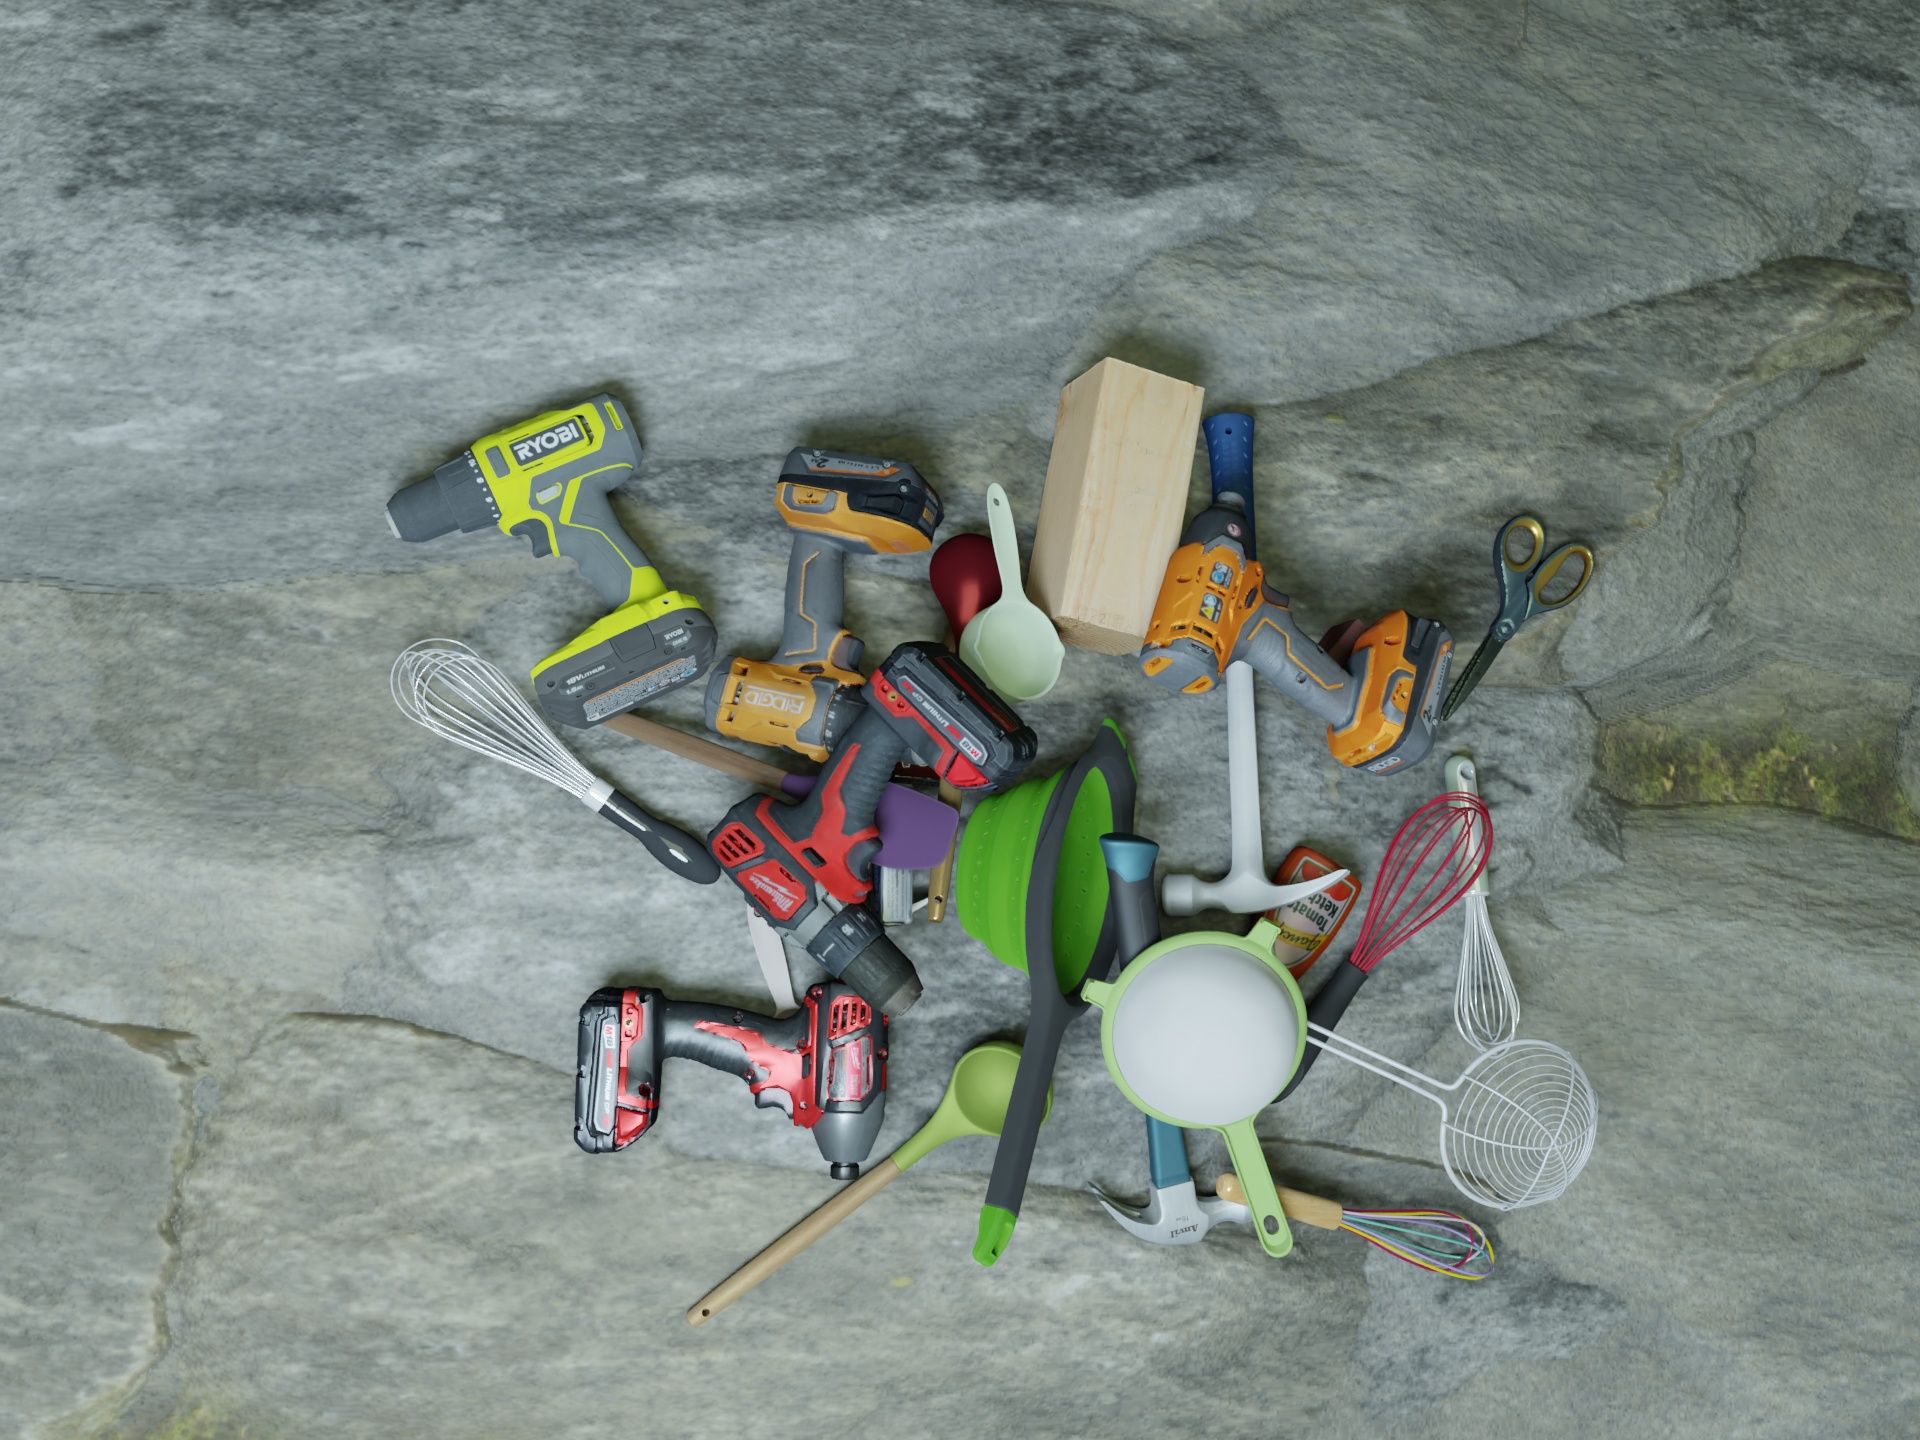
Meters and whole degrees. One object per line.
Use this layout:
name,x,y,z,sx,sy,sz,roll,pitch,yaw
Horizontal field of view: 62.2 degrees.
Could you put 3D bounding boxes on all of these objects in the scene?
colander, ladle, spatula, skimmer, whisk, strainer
colander,0.035,0.185,1.152,0.094,0.204,0.397,6,63,22
ladle,-0.002,-0.004,1.186,0.069,0.031,0.316,8,69,-5
spatula,-0.153,0.039,1.169,0.316,0.018,0.060,20,86,13
skimmer,0.293,0.246,1.198,0.363,0.090,0.127,23,91,23
whisk,-0.296,0.037,1.180,0.284,0.070,0.070,37,79,-8
whisk,0.307,0.385,1.229,0.245,0.051,0.047,19,73,-14
whisk,0.419,0.149,1.291,0.057,0.059,0.246,1,78,-22
whisk,0.325,0.181,1.258,0.073,0.073,0.296,36,89,-4
strainer,0.195,0.280,1.139,0.151,0.069,0.256,-19,98,2
ladle,-0.068,0.348,1.179,0.320,0.062,0.078,-35,93,-9

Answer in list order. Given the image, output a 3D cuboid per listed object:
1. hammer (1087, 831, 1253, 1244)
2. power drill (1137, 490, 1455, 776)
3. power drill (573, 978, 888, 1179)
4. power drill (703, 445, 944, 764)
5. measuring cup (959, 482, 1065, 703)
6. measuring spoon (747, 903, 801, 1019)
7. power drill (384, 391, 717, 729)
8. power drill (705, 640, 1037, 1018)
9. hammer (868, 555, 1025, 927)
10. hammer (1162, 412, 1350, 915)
hammer,0.145,0.240,1.192,0.128,0.033,0.331,-11,103,-12
power drill,0.255,-0.069,1.200,0.226,0.084,0.164,24,67,-12
power drill,-0.162,0.259,1.151,0.219,0.078,0.143,1,83,-5
power drill,-0.078,-0.079,1.188,0.185,0.084,0.226,12,81,21
measuring cup,0.028,-0.093,1.188,0.083,0.038,0.168,0,77,-34
measuring spoon,-0.139,0.191,1.209,0.034,0.018,0.124,-17,79,-3
power drill,-0.299,-0.115,1.175,0.190,0.080,0.229,-26,77,-13
power drill,-0.047,0.077,1.098,0.188,0.080,0.226,45,104,8
hammer,-0.031,0.014,1.238,0.130,0.031,0.331,27,79,-5
hammer,0.229,-0.049,1.272,0.144,0.035,0.406,-3,79,15
